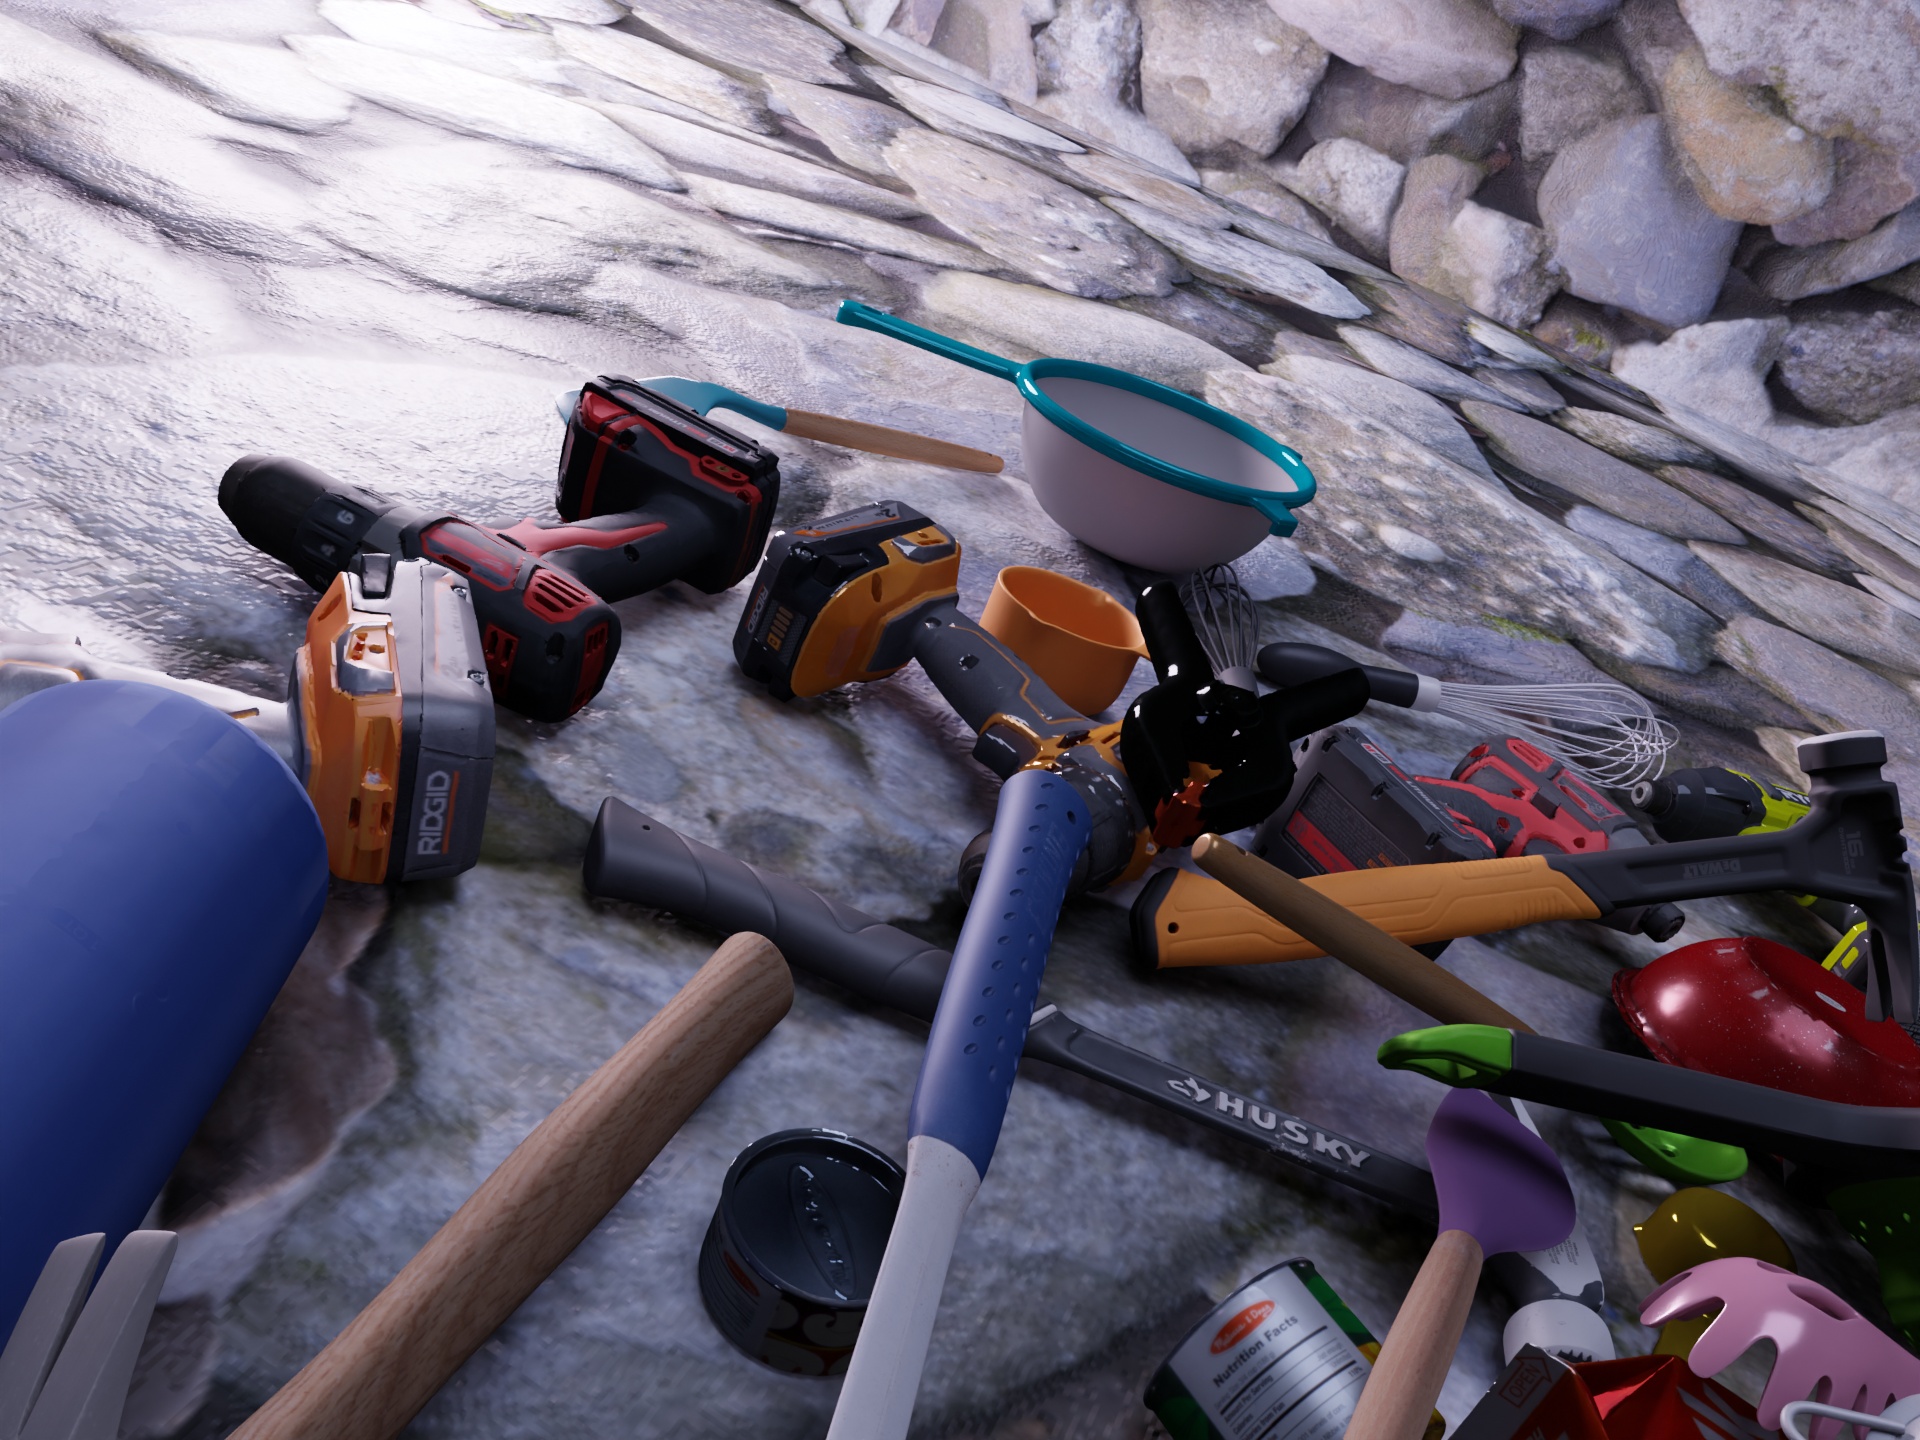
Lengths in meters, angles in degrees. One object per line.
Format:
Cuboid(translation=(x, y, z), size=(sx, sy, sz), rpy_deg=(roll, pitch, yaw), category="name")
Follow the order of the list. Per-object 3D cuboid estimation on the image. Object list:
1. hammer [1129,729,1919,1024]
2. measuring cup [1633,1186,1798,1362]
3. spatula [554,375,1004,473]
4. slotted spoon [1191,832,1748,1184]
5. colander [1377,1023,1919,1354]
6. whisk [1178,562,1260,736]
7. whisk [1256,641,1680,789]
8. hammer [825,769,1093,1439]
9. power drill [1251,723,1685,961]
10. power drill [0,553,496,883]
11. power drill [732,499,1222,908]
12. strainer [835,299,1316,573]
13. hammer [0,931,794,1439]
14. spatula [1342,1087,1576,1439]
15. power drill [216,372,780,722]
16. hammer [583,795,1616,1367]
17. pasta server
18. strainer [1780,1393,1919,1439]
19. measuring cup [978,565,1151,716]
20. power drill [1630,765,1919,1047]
Cuboid(translation=(0.242, 0.082, 0.686), size=(0.337, 0.127, 0.034), rpy_deg=(-5, -6, -3), category="hammer")
Cuboid(translation=(0.278, 0.223, 0.592), size=(0.062, 0.029, 0.156), rpy_deg=(34, 28, 20), category="measuring cup")
Cuboid(translation=(-0.099, -0.182, 1.030), size=(0.317, 0.044, 0.082), rpy_deg=(4, 33, -39), category="spatula")
Cuboid(translation=(0.209, 0.120, 0.639), size=(0.313, 0.031, 0.070), rpy_deg=(31, 18, -24), category="slotted spoon")
Cuboid(translation=(0.335, 0.190, 0.565), size=(0.397, 0.204, 0.095), rpy_deg=(13, 67, -7), category="colander")
Cuboid(translation=(0.155, -0.019, 0.912), size=(0.055, 0.055, 0.239), rpy_deg=(16, 34, -11), category="whisk")
Cuboid(translation=(0.321, -0.011, 1.002), size=(0.284, 0.070, 0.070), rpy_deg=(12, 30, -10), category="whisk")
Cuboid(translation=(-0.010, 0.130, 0.454), size=(0.144, 0.035, 0.406), rpy_deg=(46, 29, -14), category="hammer")
Cuboid(translation=(0.269, 0.066, 0.815), size=(0.219, 0.078, 0.143), rpy_deg=(1, 35, -39), category="power drill")
Cuboid(translation=(-0.288, -0.013, 0.550), size=(0.226, 0.084, 0.164), rpy_deg=(2, 34, -26), category="power drill")
Cuboid(translation=(-0.001, -0.002, 0.738), size=(0.226, 0.084, 0.185), rpy_deg=(38, 33, 18), category="power drill")
Cuboid(translation=(0.065, -0.183, 1.073), size=(0.340, 0.095, 0.211), rpy_deg=(22, 26, 3), category="strainer")
Cuboid(translation=(-0.118, 0.132, 0.416), size=(0.031, 0.130, 0.331), rpy_deg=(-10, 12, 19), category="hammer")
Cuboid(translation=(0.148, 0.173, 0.480), size=(0.060, 0.018, 0.316), rpy_deg=(39, 21, 18), category="spatula")
Cuboid(translation=(-0.207, -0.095, 0.752), size=(0.188, 0.080, 0.227), rpy_deg=(27, 32, 9), category="power drill")
Cuboid(translation=(0.046, 0.120, 0.603), size=(0.409, 0.036, 0.149), rpy_deg=(23, 27, 2), category="hammer")
Cuboid(translation=(0.343, 0.245, 0.531), size=(0.316, 0.040, 0.060), rpy_deg=(31, 6, -23), category="pasta server")
Cuboid(translation=(0.339, 0.262, 0.415), size=(0.258, 0.050, 0.087), rpy_deg=(40, 47, 7), category="strainer")
Cuboid(translation=(0.085, -0.018, 0.846), size=(0.174, 0.052, 0.095), rpy_deg=(34, 25, 16), category="measuring cup")
Cuboid(translation=(0.496, 0.106, 0.906), size=(0.171, 0.080, 0.223), rpy_deg=(16, 25, -14), category="power drill")
